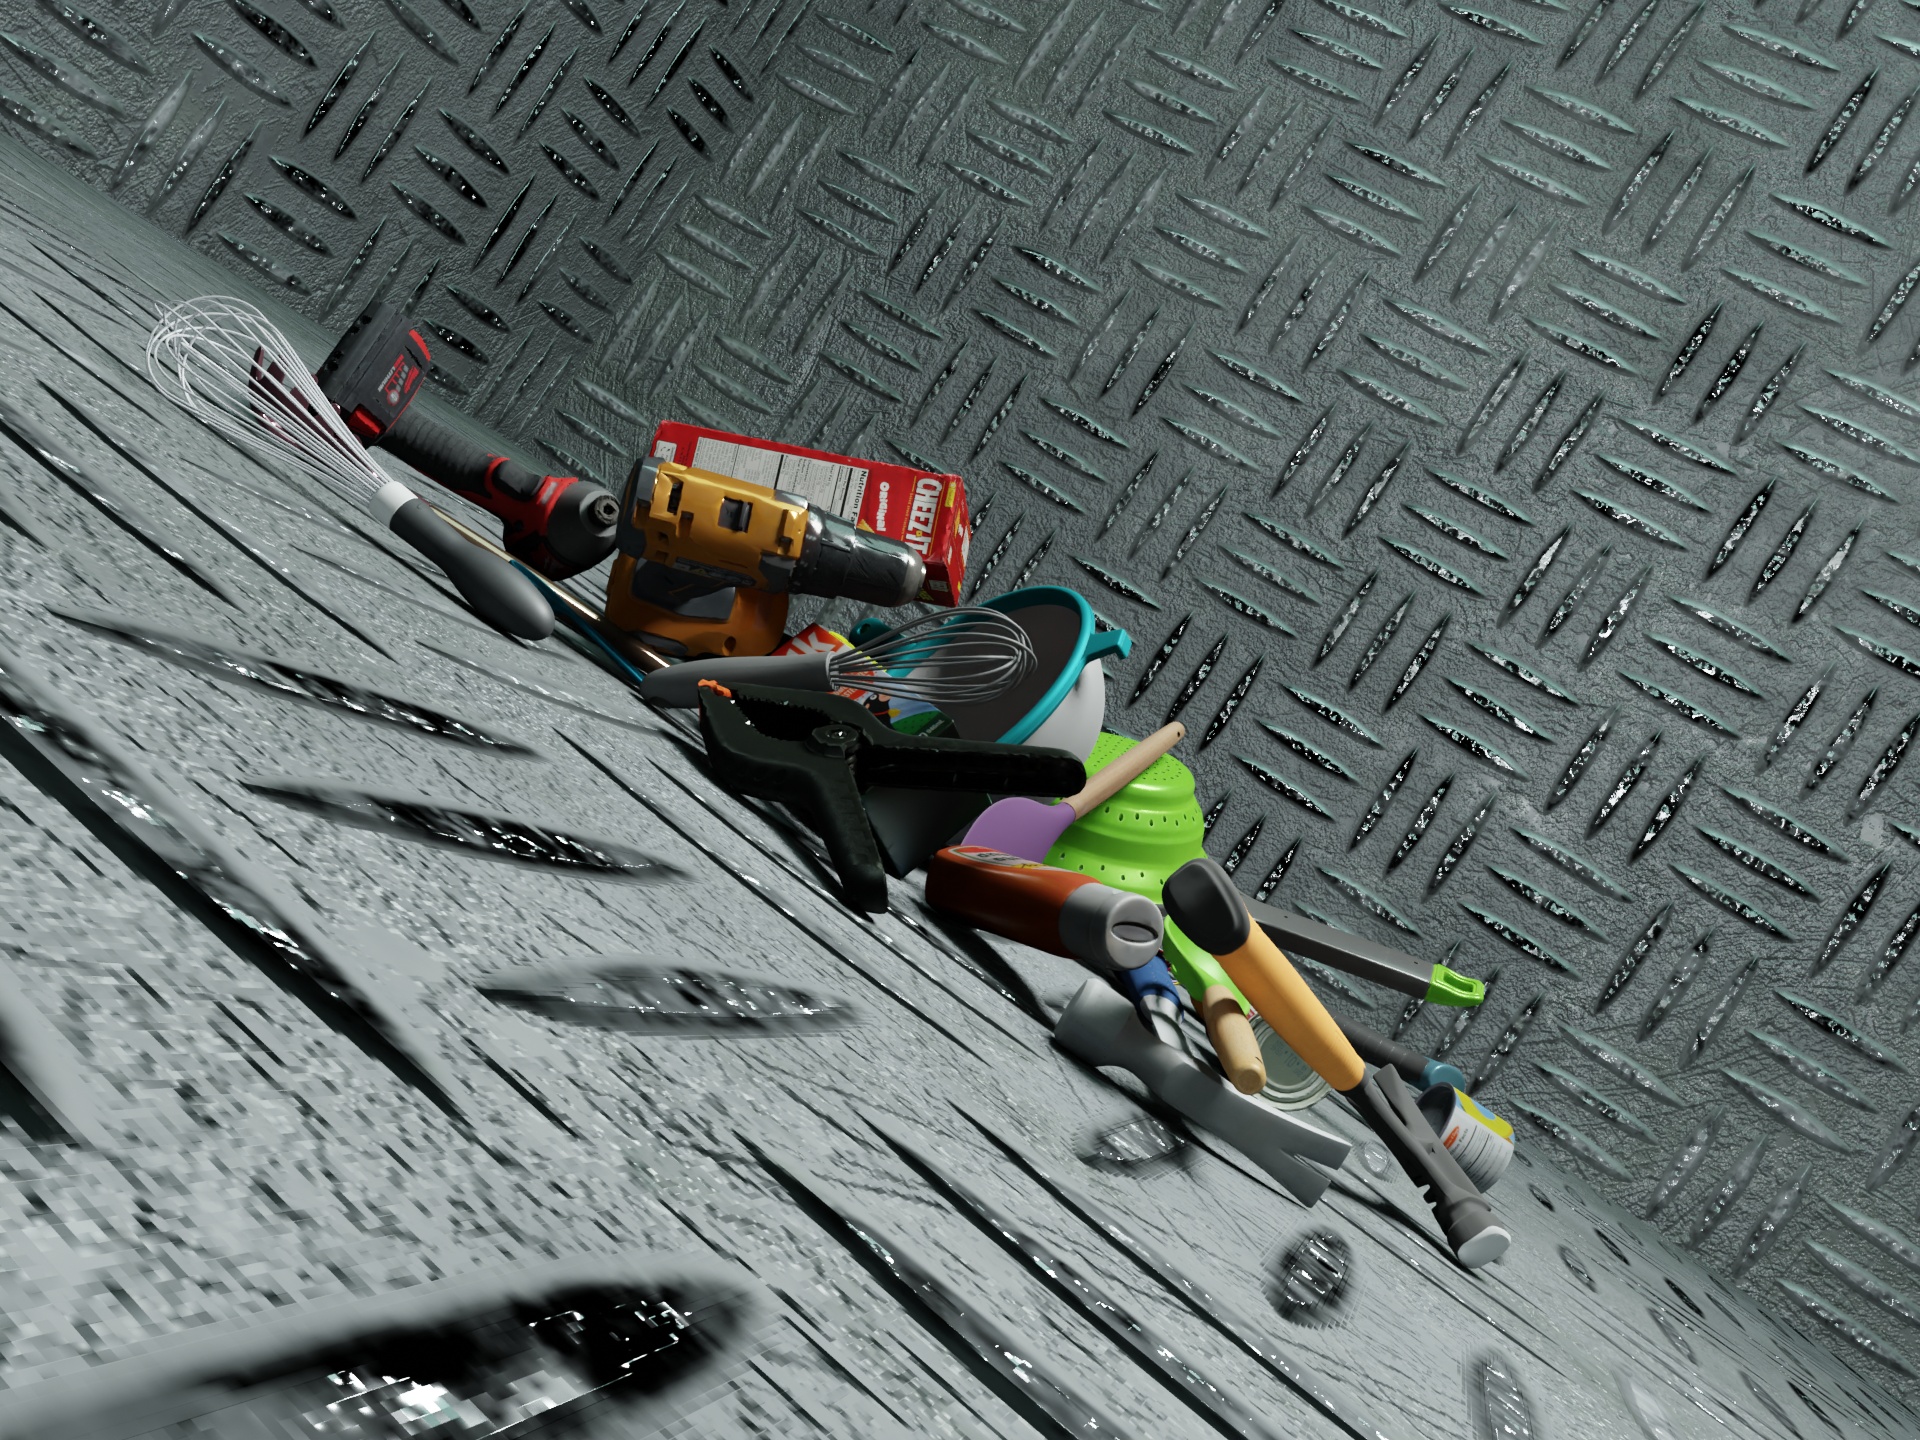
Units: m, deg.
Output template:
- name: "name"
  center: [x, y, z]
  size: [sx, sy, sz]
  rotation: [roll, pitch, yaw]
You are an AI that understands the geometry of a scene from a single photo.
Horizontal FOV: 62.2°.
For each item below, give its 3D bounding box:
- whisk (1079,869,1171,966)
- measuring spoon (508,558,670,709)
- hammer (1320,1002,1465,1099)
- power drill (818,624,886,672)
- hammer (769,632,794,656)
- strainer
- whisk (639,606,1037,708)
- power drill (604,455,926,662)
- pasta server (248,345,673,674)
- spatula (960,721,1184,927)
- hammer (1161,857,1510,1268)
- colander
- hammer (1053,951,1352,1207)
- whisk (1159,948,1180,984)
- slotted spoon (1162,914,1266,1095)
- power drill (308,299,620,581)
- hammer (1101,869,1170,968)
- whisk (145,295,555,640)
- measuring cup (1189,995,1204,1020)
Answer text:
- name: "whisk"
  center: [0.050, 0.107, 1.216]
  size: [0.296, 0.073, 0.073]
  rotation: [28, -1, 15]
- name: "measuring spoon"
  center: [-0.224, -0.045, 0.943]
  size: [0.128, 0.021, 0.042]
  rotation: [43, 0, -2]
- name: "hammer"
  center: [0.264, 0.232, 1.329]
  size: [0.331, 0.033, 0.128]
  rotation: [24, -12, 38]
- name: "power drill"
  center: [-0.033, 0.020, 1.324]
  size: [0.171, 0.080, 0.223]
  rotation: [35, -4, 39]
- name: "hammer"
  center: [-0.138, -0.055, 1.195]
  size: [0.331, 0.031, 0.130]
  rotation: [29, -38, 61]
- name: "strainer"
  center: [-0.002, -0.004, 1.120]
  size: [0.095, 0.211, 0.341]
  rotation: [52, -6, -24]
- name: "whisk"
  center: [-0.073, -0.028, 0.880]
  size: [0.239, 0.055, 0.055]
  rotation: [-5, -14, 19]
- name: "power drill"
  center: [-0.135, -0.092, 1.026]
  size: [0.185, 0.084, 0.226]
  rotation: [13, -15, -15]
- name: "pasta server"
  center: [-0.310, -0.120, 1.002]
  size: [0.316, 0.040, 0.060]
  rotation: [35, -21, -19]
- name: "spatula"
  center: [0.076, 0.048, 0.999]
  size: [0.018, 0.059, 0.316]
  rotation: [-1, 15, 31]
- name: "hammer"
  center: [0.184, 0.163, 0.801]
  size: [0.336, 0.034, 0.127]
  rotation: [48, 8, -40]
- name: "colander"
  center: [0.177, 0.092, 1.110]
  size: [0.397, 0.094, 0.204]
  rotation: [19, 18, 15]
- name: "hammer"
  center: [0.118, 0.170, 0.896]
  size: [0.144, 0.035, 0.405]
  rotation: [34, 1, 3]
- name: "whisk"
  center: [0.081, 0.134, 1.259]
  size: [0.245, 0.047, 0.051]
  rotation: [31, 3, 8]
- name: "slotted spoon"
  center: [0.127, 0.140, 0.782]
  size: [0.070, 0.031, 0.314]
  rotation: [48, 4, 3]
- name: "power drill"
  center: [-0.328, -0.176, 1.074]
  size: [0.219, 0.078, 0.143]
  rotation: [36, -22, -26]
- name: "hammer"
  center: [0.080, 0.070, 1.305]
  size: [0.334, 0.035, 0.146]
  rotation: [54, 14, -5]
- name: "whisk"
  center: [-0.323, -0.133, 0.842]
  size: [0.284, 0.070, 0.070]
  rotation: [38, 2, 8]
- name: "measuring cup"
  center: [0.223, 0.208, 1.252]
  size: [0.095, 0.052, 0.173]
  rotation: [33, 11, 2]
